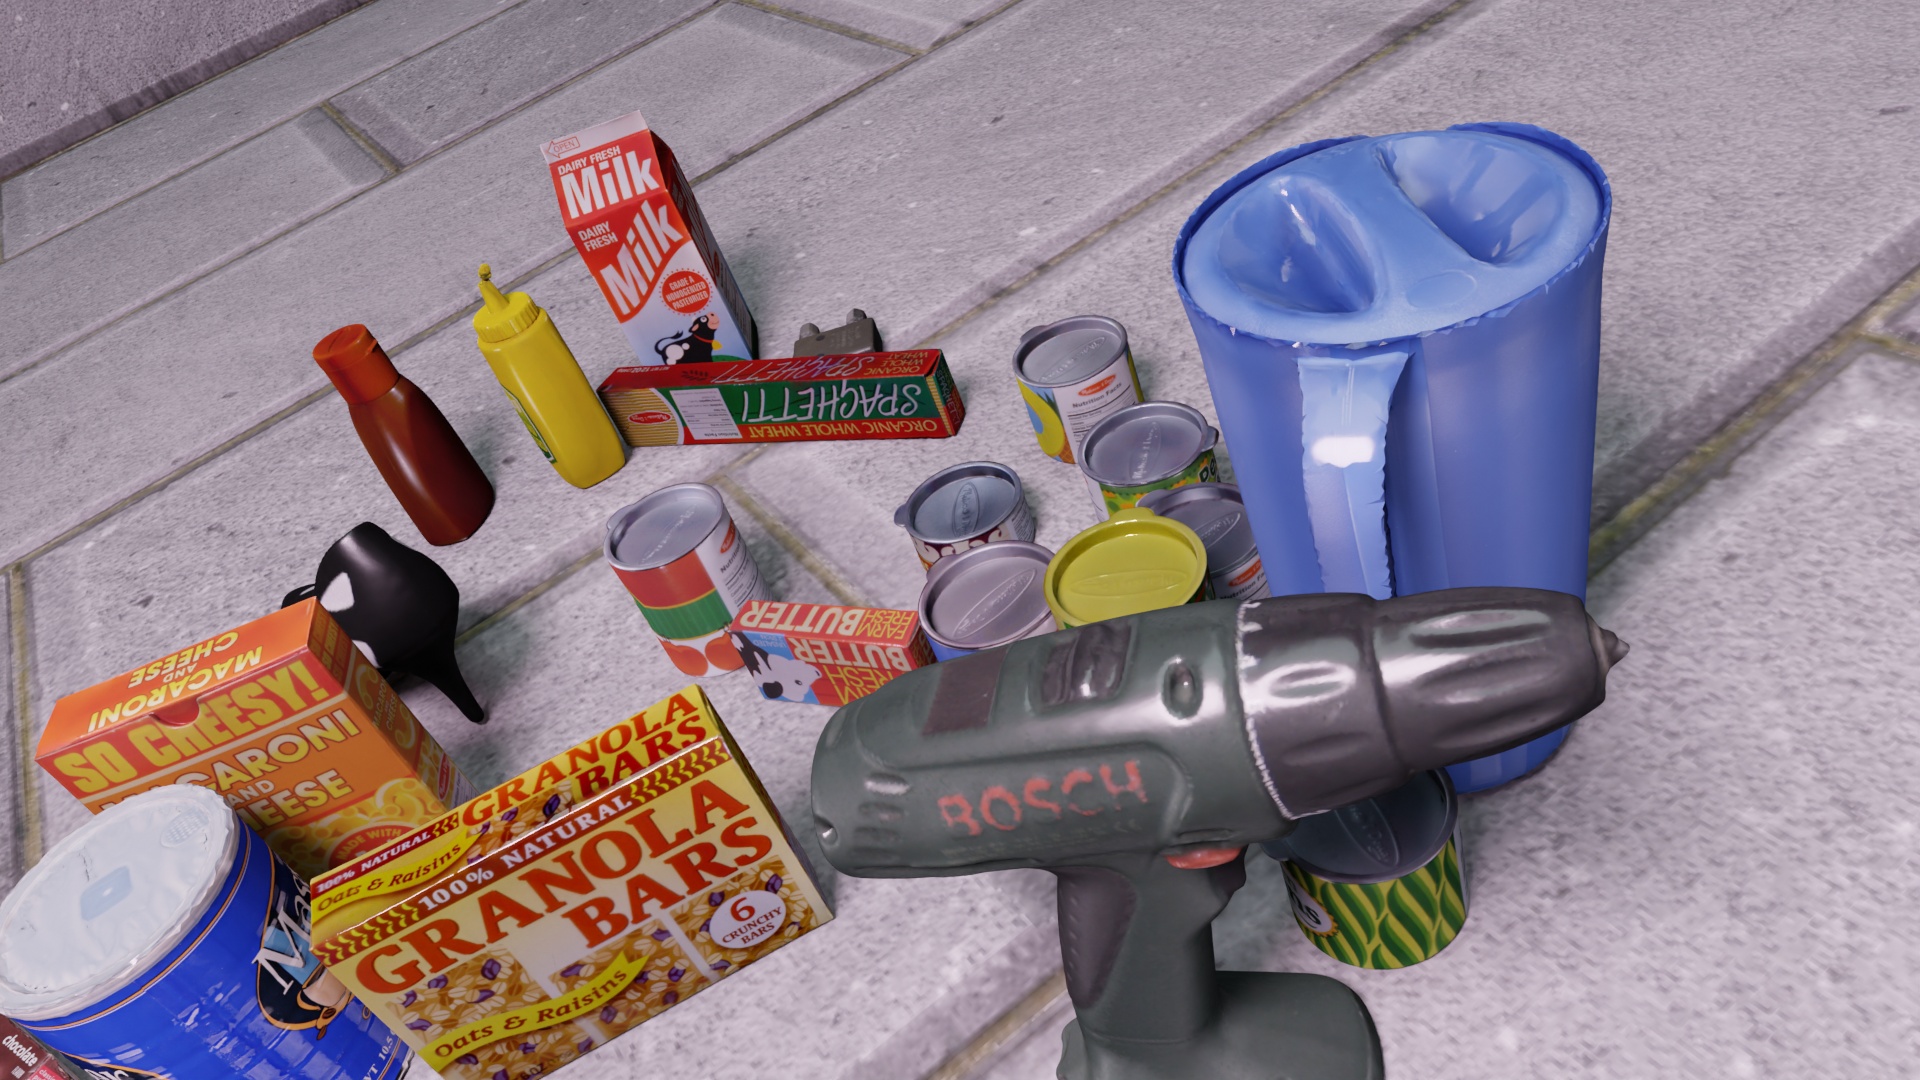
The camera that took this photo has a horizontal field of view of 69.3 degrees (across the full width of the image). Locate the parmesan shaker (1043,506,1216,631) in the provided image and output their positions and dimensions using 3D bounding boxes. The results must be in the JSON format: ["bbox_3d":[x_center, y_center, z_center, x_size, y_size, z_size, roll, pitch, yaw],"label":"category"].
[{"bbox_3d":[0.081,0.047,0.584,0.071,0.102,0.072,-13,39,11],"label":"parmesan shaker"}]

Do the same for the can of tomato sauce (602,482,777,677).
[{"bbox_3d":[-0.142,0.022,0.736,0.071,0.082,0.071,-13,39,11],"label":"can of tomato sauce"}]

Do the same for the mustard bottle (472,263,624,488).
[{"bbox_3d":[-0.271,-0.108,0.889,0.049,0.159,0.065,-35,40,-16],"label":"mustard bottle"}]

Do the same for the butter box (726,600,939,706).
[{"bbox_3d":[-0.058,0.057,0.678,0.103,0.053,0.024,2,44,27],"label":"butter box"}]

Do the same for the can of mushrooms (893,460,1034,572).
[{"bbox_3d":[0.003,-0.009,0.744,0.071,0.033,0.071,-13,39,11],"label":"can of mushrooms"}]

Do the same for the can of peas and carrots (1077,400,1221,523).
[{"bbox_3d":[0.100,-0.028,0.700,0.071,0.058,0.071,-13,39,11],"label":"can of peas and carrots"}]

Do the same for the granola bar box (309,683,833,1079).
[{"bbox_3d":[-0.151,0.145,0.560,0.166,0.123,0.039,-27,38,-7],"label":"granola bar box"}]

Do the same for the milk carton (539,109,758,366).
[{"bbox_3d":[-0.205,-0.191,0.932,0.072,0.189,0.074,-19,38,5],"label":"milk carton"}]

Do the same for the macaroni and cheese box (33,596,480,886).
[{"bbox_3d":[-0.303,0.117,0.632,0.124,0.165,0.040,-23,38,-1],"label":"macaroni and cheese box"}]

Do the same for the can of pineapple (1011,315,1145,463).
[{"bbox_3d":[0.068,-0.086,0.785,0.071,0.057,0.071,-13,39,11],"label":"can of pineapple"}]

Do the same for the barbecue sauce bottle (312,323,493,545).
[{"bbox_3d":[-0.357,-0.069,0.893,0.043,0.148,0.065,-12,39,13],"label":"barbecue sauce bottle"}]

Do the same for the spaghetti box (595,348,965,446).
[{"bbox_3d":[-0.117,-0.088,0.882,0.250,0.050,0.029,0,43,26],"label":"spaghetti box"}]

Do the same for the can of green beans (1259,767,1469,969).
[{"bbox_3d":[0.149,0.113,0.508,0.071,0.057,0.071,-13,39,11],"label":"can of green beans"}]

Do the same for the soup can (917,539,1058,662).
[{"bbox_3d":[0.024,0.051,0.622,0.071,0.083,0.072,-13,39,11],"label":"soup can"}]

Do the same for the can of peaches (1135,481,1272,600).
[{"bbox_3d":[0.113,0.015,0.643,0.071,0.057,0.071,-13,39,11],"label":"can of peaches"}]
